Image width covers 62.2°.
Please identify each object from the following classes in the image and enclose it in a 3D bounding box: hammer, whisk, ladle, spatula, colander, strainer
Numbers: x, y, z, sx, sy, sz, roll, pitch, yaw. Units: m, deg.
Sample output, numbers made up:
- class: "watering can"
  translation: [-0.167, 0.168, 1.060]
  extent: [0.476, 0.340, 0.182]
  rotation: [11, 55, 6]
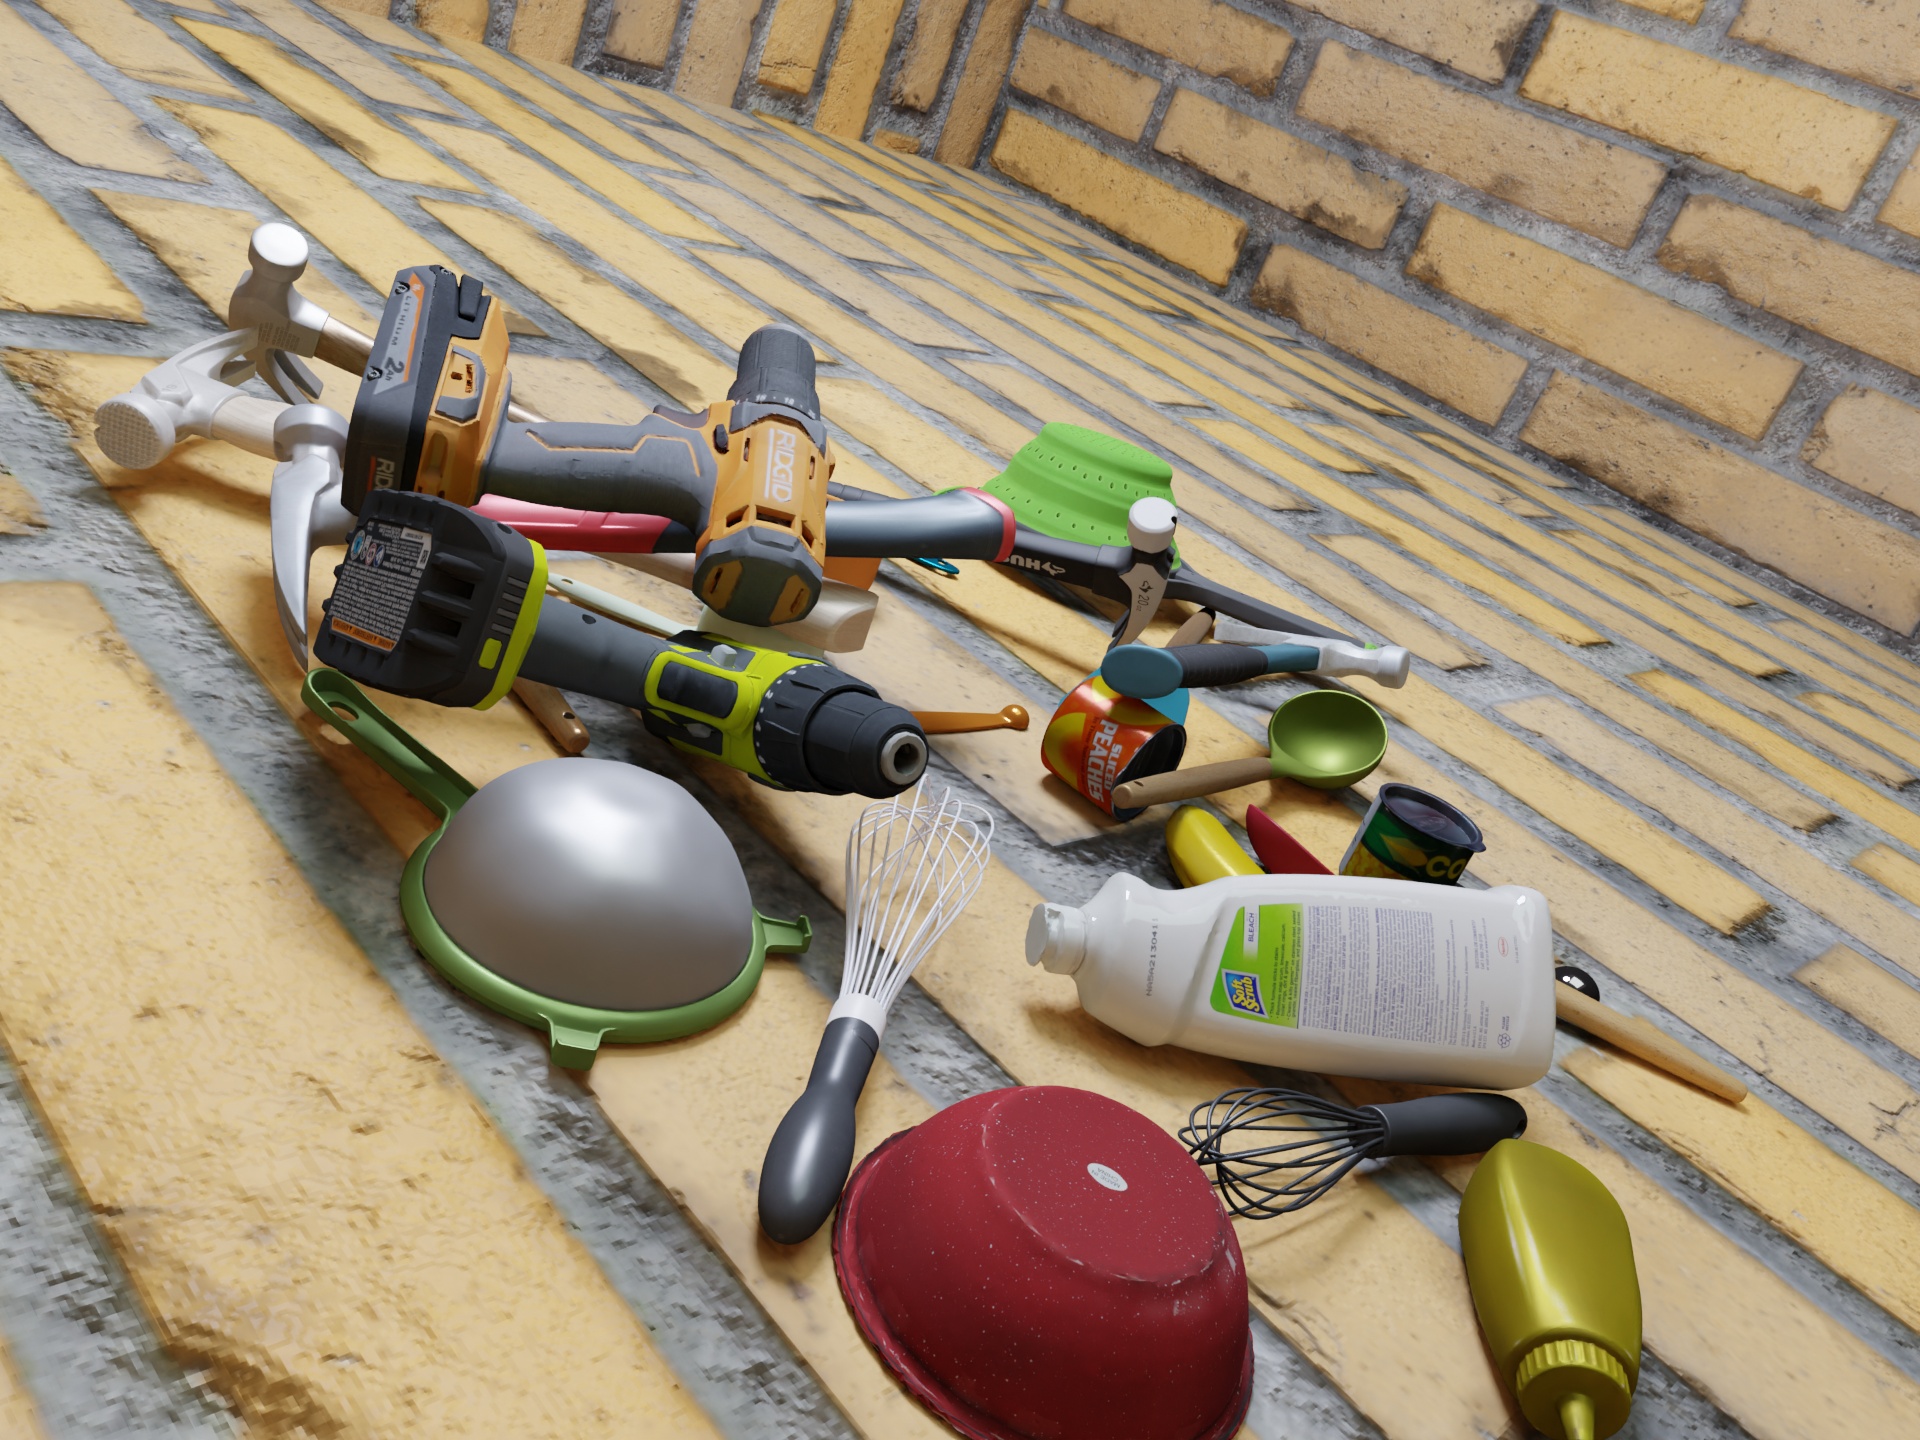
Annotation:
- class: "hammer"
  translation: [-0.019, -0.130, 1.106]
  extent: [0.335, 0.146, 0.035]
  rotation: [15, 57, 10]
- class: "whisk"
  translation: [-0.036, 0.104, 0.652]
  extent: [0.070, 0.070, 0.285]
  rotation: [22, 29, -1]
- class: "ladle"
  translation: [0.297, 0.135, 0.899]
  extent: [0.315, 0.031, 0.069]
  rotation: [28, 1, 5]
- class: "hammer"
  translation: [-0.287, -0.185, 0.995]
  extent: [0.331, 0.130, 0.031]
  rotation: [24, 56, -21]
- class: "hammer"
  translation: [-0.244, -0.124, 0.889]
  extent: [0.410, 0.038, 0.146]
  rotation: [18, 30, -4]
- class: "hammer"
  translation: [-0.150, -0.091, 0.831]
  extent: [0.386, 0.038, 0.143]
  rotation: [-1, 57, -21]
- class: "spatula"
  translation: [0.151, -0.042, 1.152]
  extent: [0.082, 0.044, 0.317]
  rotation: [27, 20, 10]
- class: "colander"
  translation: [0.178, -0.148, 1.263]
  extent: [0.397, 0.094, 0.204]
  rotation: [23, 18, 10]
- class: "ladle"
  translation: [0.176, 0.020, 0.961]
  extent: [0.078, 0.062, 0.320]
  rotation: [30, 19, 28]
- class: "whisk"
  translation: [0.178, 0.182, 0.691]
  extent: [0.238, 0.055, 0.055]
  rotation: [7, 28, -40]
- class: "strainer"
  translation: [-0.184, 0.029, 0.662]
  extent: [0.256, 0.069, 0.151]
  rotation: [34, 27, 21]
- class: "hammer"
  translation: [0.181, -0.037, 1.020]
  extent: [0.128, 0.033, 0.331]
  rotation: [11, 9, 30]

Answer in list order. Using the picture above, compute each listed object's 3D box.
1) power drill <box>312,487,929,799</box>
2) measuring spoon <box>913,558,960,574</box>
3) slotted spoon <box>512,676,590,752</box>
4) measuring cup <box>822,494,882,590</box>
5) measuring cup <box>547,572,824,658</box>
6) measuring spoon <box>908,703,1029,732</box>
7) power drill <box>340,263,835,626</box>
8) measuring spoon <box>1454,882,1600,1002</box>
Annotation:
- class: "power drill"
  translation: [-0.139, -0.022, 0.690]
  extent: [0.228, 0.080, 0.191]
  rotation: [20, -3, -39]
- class: "measuring spoon"
  translation: [-0.054, -0.144, 1.182]
  extent: [0.129, 0.021, 0.042]
  rotation: [27, 25, 13]
- class: "slotted spoon"
  translation: [-0.274, -0.076, 0.857]
  extent: [0.070, 0.031, 0.314]
  rotation: [-8, 39, -40]
- class: "measuring cup"
  translation: [-0.101, -0.096, 1.011]
  extent: [0.095, 0.052, 0.174]
  rotation: [22, 25, -1]
- class: "measuring cup"
  translation: [-0.156, -0.066, 0.917]
  extent: [0.167, 0.038, 0.083]
  rotation: [20, 24, -10]
- class: "measuring spoon"
  translation: [-0.002, -0.003, 0.952]
  extent: [0.116, 0.011, 0.021]
  rotation: [-1, 33, -42]
- class: "power drill"
  translation: [-0.172, -0.151, 0.792]
  extent: [0.226, 0.084, 0.186]
  rotation: [13, 52, -17]
- class: "measuring spoon"
  translation: [0.338, 0.130, 0.959]
  extent: [0.034, 0.018, 0.124]
  rotation: [5, 29, -33]
